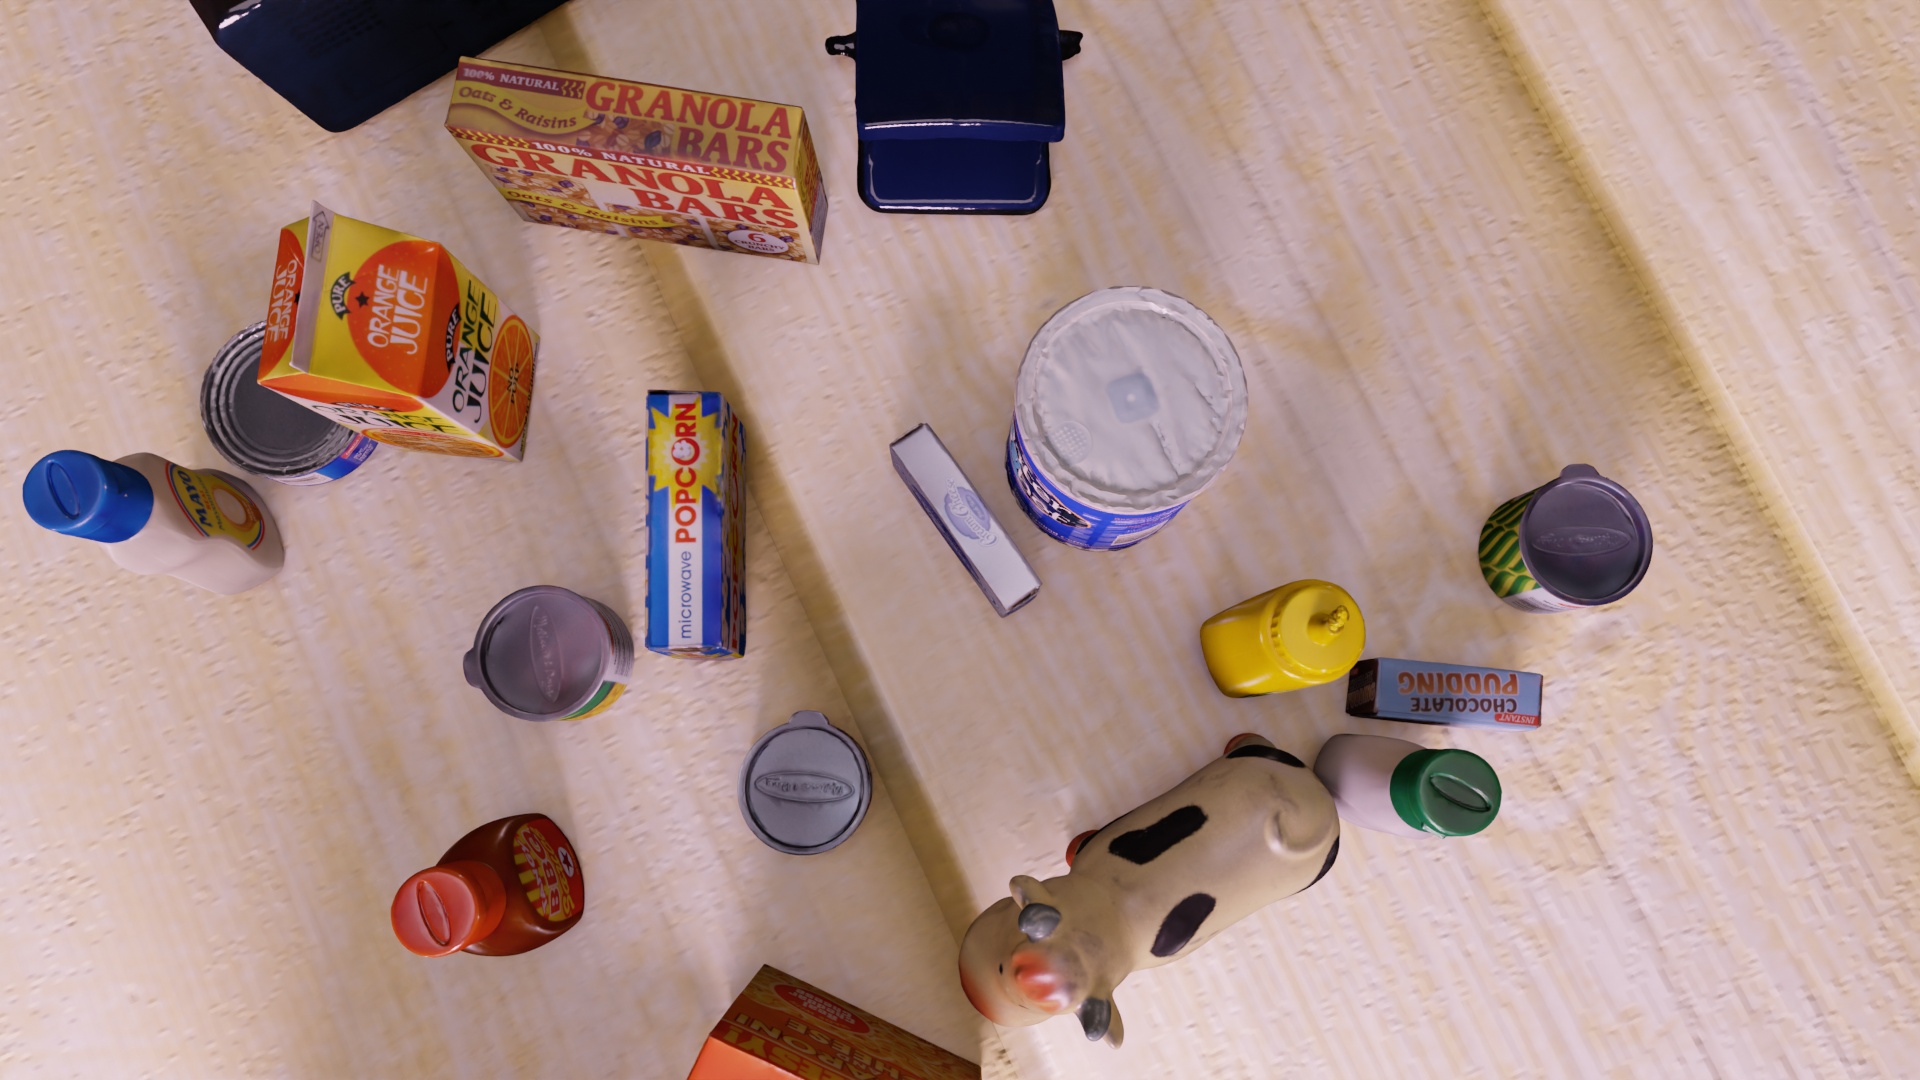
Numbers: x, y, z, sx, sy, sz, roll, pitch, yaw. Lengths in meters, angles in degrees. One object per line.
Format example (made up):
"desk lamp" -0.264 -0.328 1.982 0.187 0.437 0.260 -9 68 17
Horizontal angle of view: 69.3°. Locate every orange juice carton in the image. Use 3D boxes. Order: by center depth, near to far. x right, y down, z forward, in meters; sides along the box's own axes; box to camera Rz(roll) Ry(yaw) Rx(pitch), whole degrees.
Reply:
"orange juice carton" -0.265 -0.091 0.652 0.073 0.192 0.072 5 82 1

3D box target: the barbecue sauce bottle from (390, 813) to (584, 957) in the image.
"barbecue sauce bottle" -0.215 0.162 0.638 0.044 0.148 0.065 -23 83 -3

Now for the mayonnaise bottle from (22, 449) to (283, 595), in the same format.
"mayonnaise bottle" -0.381 -0.011 0.662 0.041 0.148 0.065 -28 83 -4

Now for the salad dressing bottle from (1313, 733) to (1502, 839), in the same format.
"salad dressing bottle" 0.207 0.115 0.647 0.064 0.147 0.044 28 83 4

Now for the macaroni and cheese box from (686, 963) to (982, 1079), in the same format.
"macaroni and cheese box" -0.051 0.245 0.617 0.124 0.166 0.040 24 83 3

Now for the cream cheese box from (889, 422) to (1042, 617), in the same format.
"cream cheese box" 0.003 -0.009 0.712 0.024 0.053 0.104 -35 83 -5

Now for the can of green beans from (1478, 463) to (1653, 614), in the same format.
"can of green beans" 0.307 0.003 0.710 0.071 0.057 0.071 0 82 0

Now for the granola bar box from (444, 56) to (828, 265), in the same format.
"granola bar box" -0.155 -0.189 0.702 0.166 0.124 0.039 9 82 1

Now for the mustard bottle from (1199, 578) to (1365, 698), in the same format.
"mustard bottle" 0.155 0.046 0.651 0.065 0.160 0.049 -18 83 -3

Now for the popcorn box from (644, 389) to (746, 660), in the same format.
"popcorn box" -0.131 -0.005 0.695 0.038 0.085 0.127 -2 82 0

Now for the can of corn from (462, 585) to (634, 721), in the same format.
"can of corn" -0.205 0.059 0.698 0.071 0.058 0.071 0 82 0

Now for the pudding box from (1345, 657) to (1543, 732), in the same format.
"pudding box" 0.243 0.078 0.702 0.084 0.049 0.030 6 82 1

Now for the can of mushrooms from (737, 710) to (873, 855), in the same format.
"can of mushrooms" -0.077 0.122 0.702 0.071 0.033 0.071 0 82 0
